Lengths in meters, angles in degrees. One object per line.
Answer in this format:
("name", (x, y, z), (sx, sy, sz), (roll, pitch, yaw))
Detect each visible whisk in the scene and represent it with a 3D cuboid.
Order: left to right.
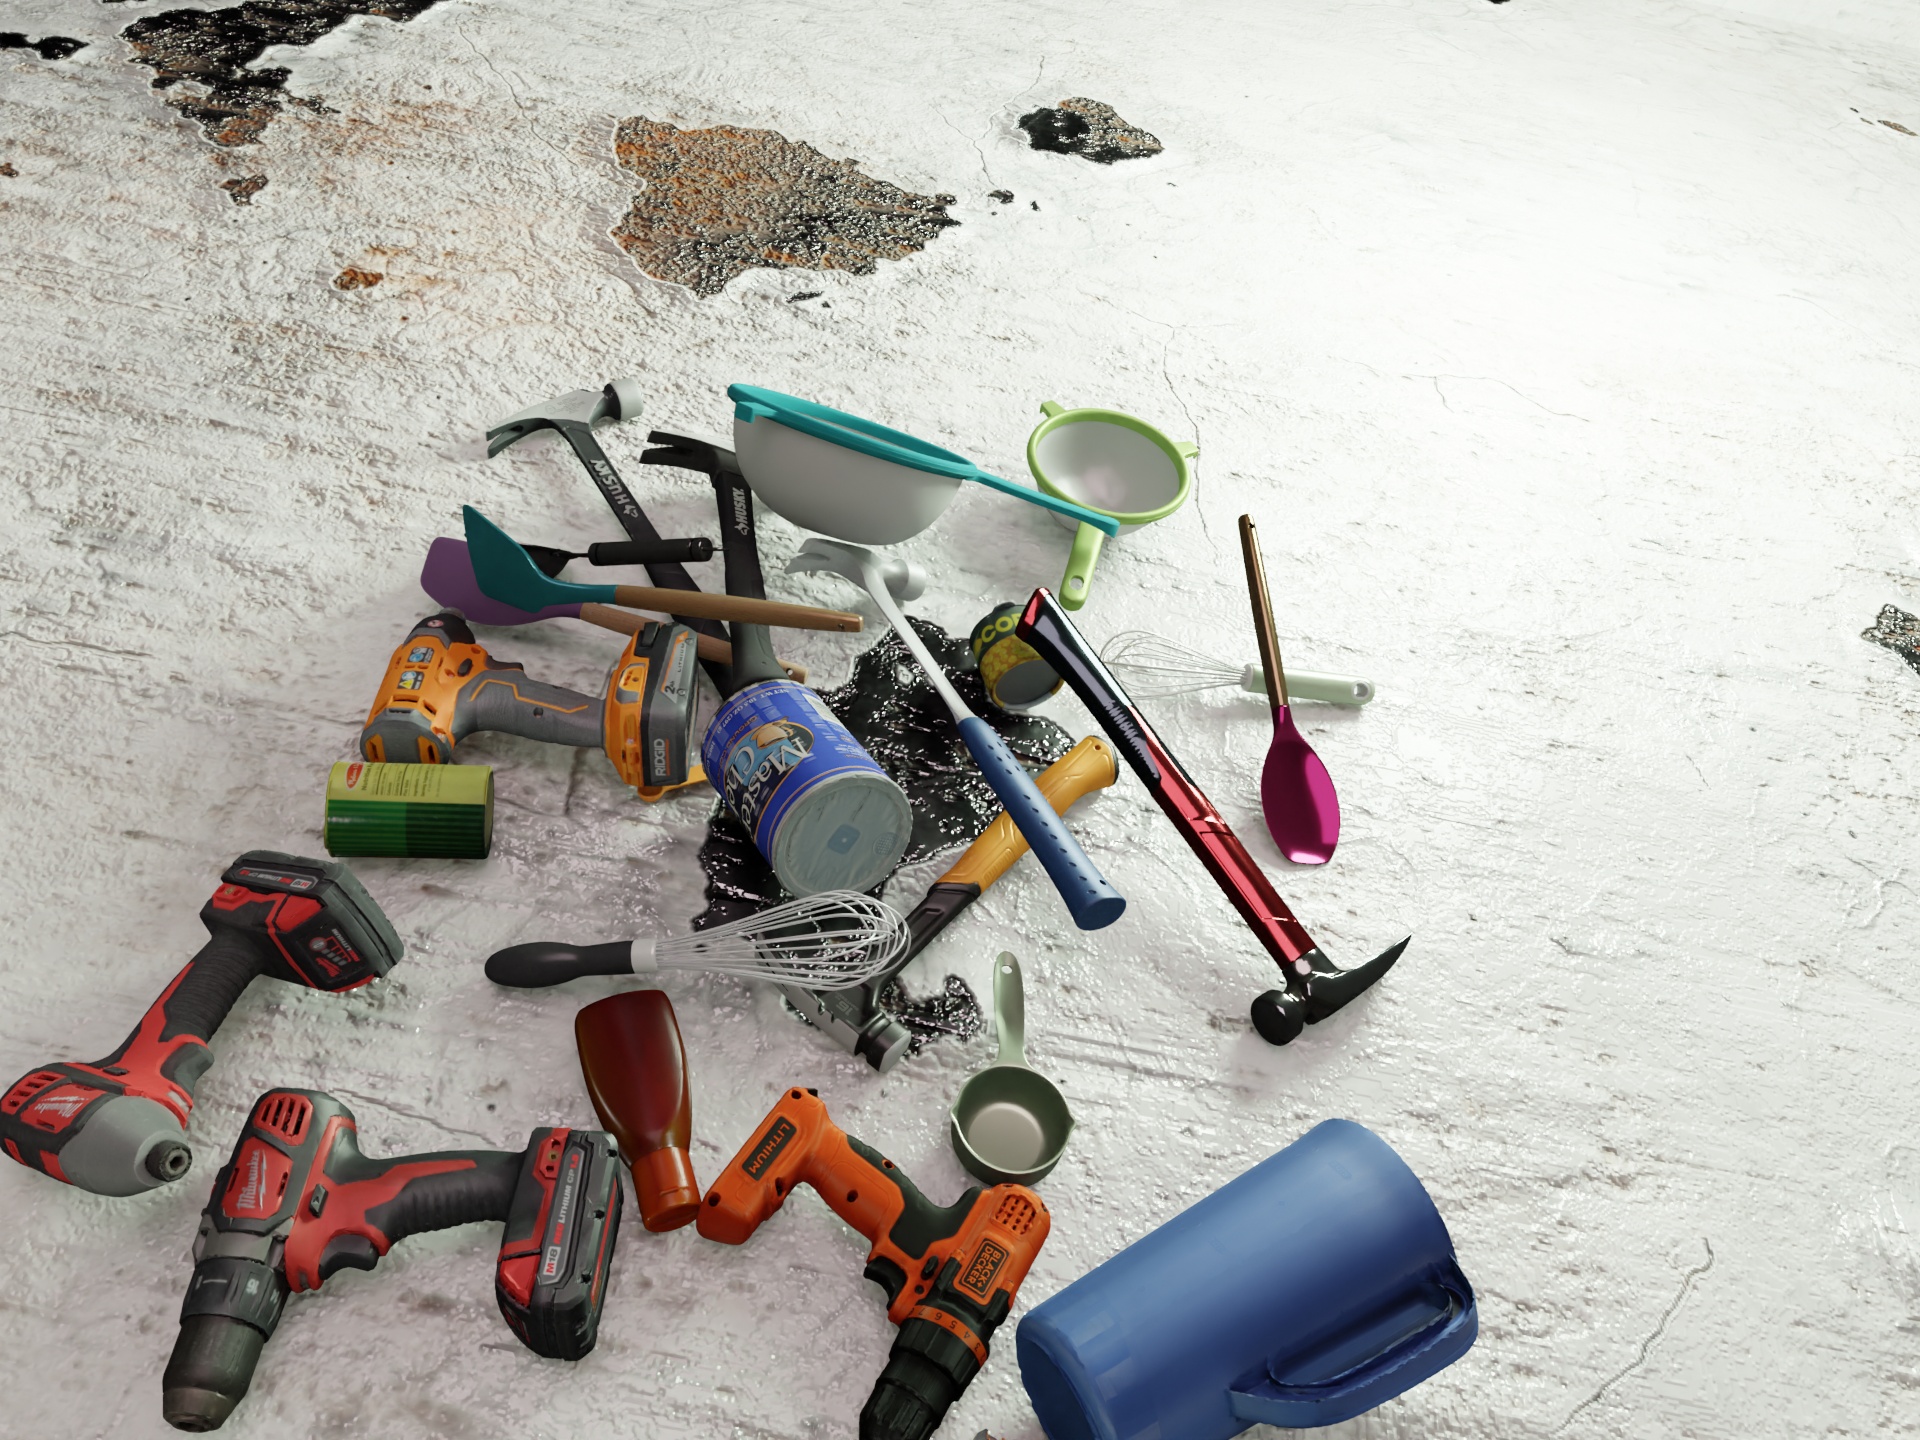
("whisk", (-0.173, 0.153, 1.042), (0.284, 0.070, 0.070), (-6, 48, 5))
("whisk", (0.231, -0.037, 1.328), (0.246, 0.059, 0.058), (6, 92, -11))

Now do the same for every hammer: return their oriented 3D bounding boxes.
("hammer", (-0.262, -0.144, 1.328), (0.149, 0.036, 0.409), (-20, 56, -25))
("hammer", (-0.180, -0.128, 1.271), (0.146, 0.035, 0.335), (15, 36, -23))
("hammer", (-0.002, -0.004, 1.193), (0.144, 0.035, 0.406), (13, 33, -45))
("hammer", (0.004, 0.107, 1.159), (0.127, 0.034, 0.337), (36, 52, 18))
("hammer", (0.174, 0.049, 1.194), (0.143, 0.038, 0.387), (-24, 69, -30))

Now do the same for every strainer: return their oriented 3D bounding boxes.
("strainer", (-0.292, -0.129, 1.253), (0.258, 0.086, 0.050), (0, 87, 26))
("strainer", (-0.040, -0.178, 1.306), (0.340, 0.095, 0.211), (18, 12, -11))
("strainer", (0.116, -0.173, 1.407), (0.151, 0.069, 0.257), (17, 50, 1))

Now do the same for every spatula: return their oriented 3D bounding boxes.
("spatula", (-0.270, -0.076, 1.235), (0.316, 0.018, 0.060), (16, 88, 4))
("spatula", (-0.224, -0.097, 1.173), (0.317, 0.082, 0.044), (8, 39, 8))

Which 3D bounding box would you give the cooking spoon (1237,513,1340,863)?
("cooking spoon", (0.257, -0.032, 1.297), (0.068, 0.017, 0.319), (4, 63, -17))

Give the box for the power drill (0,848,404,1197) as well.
("power drill", (-0.447, 0.183, 0.945), (0.143, 0.078, 0.220), (4, 43, 33))

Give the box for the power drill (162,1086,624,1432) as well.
("power drill", (-0.316, 0.306, 0.891), (0.226, 0.080, 0.188), (6, 48, -2))

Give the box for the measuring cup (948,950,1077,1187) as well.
("measuring cup", (0.030, 0.231, 1.053), (0.083, 0.038, 0.168), (6, 46, -7))

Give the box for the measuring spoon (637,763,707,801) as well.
("measuring spoon", (-0.188, 0.041, 1.196), (0.117, 0.011, 0.021), (-18, 42, -29))

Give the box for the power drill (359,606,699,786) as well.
("power drill", (-0.311, -0.025, 1.180), (0.226, 0.084, 0.164), (2, 41, -5))

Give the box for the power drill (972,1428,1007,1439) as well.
("power drill", (0.036, 0.498, 0.790), (0.185, 0.084, 0.226), (28, 45, 12))
